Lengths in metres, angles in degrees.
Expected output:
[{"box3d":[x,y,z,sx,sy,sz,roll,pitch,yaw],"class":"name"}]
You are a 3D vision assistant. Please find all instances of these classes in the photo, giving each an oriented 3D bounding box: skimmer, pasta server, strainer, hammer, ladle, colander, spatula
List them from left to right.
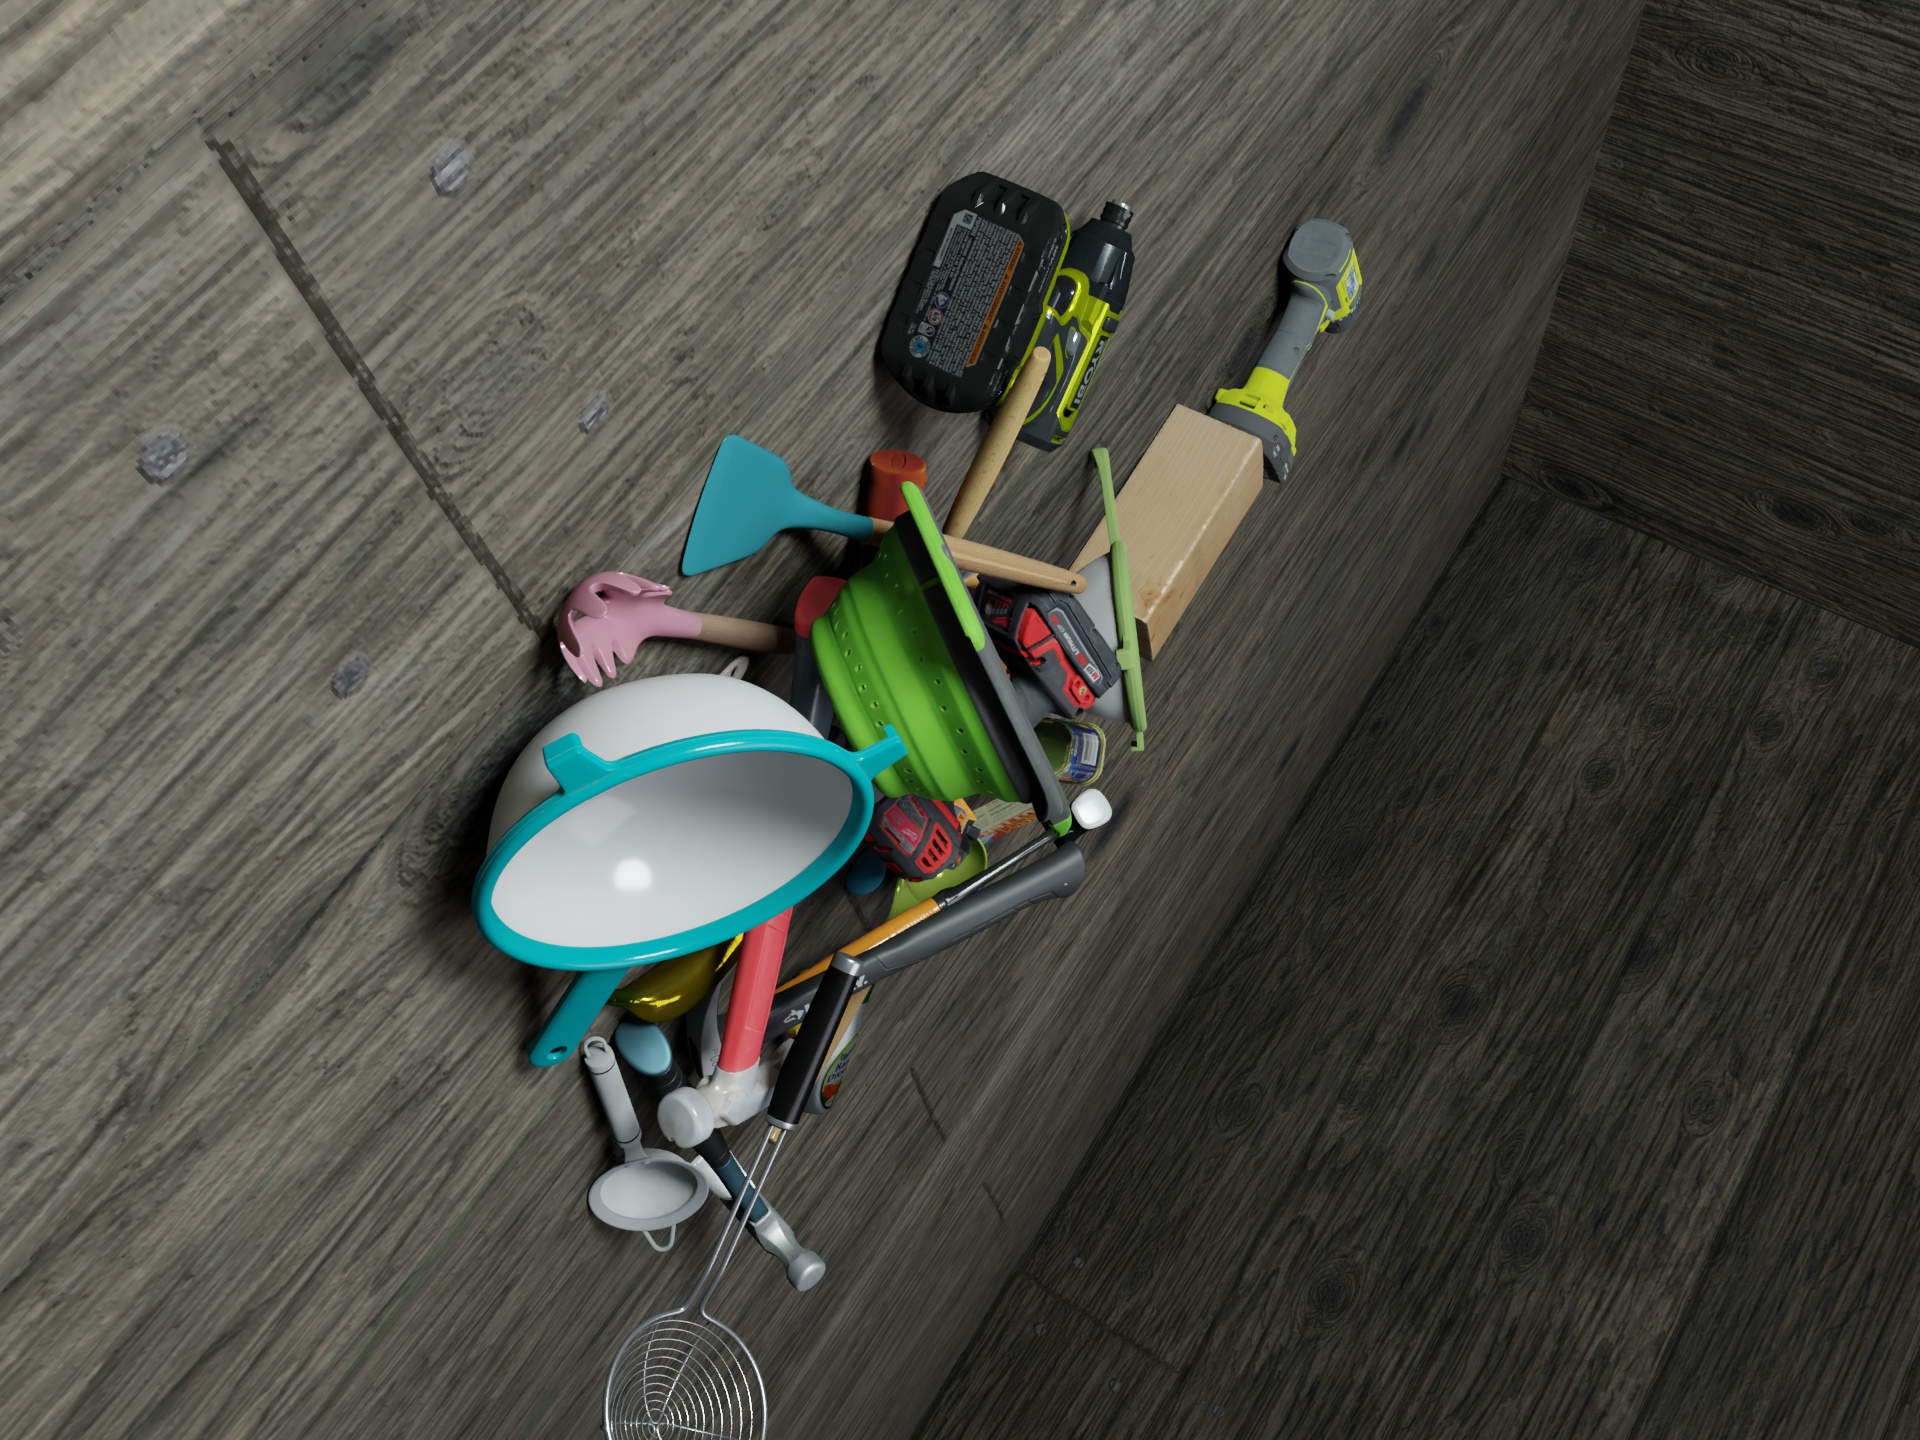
[{"box3d":[-0.188,0.077,0.880,0.211,0.095,0.340,-2,145,-36],"class":"strainer"},{"box3d":[-0.232,0.293,1.120,0.087,0.050,0.258,-10,137,-7],"class":"strainer"},{"box3d":[-0.185,0.315,1.179,0.033,0.128,0.330,-39,143,-20],"class":"hammer"},{"box3d":[-0.136,-0.048,0.912,0.060,0.040,0.316,-57,162,10],"class":"pasta server"},{"box3d":[-0.130,0.334,1.054,0.127,0.090,0.363,26,86,-34],"class":"skimmer"},{"box3d":[-0.108,0.091,1.034,0.143,0.038,0.386,-19,128,-56],"class":"hammer"},{"box3d":[-0.070,0.211,1.308,0.078,0.062,0.320,53,49,-28],"class":"ladle"},{"box3d":[-0.051,0.173,1.199,0.335,0.035,0.146,-25,132,-18],"class":"hammer"},{"box3d":[-0.032,-0.106,0.975,0.317,0.044,0.082,9,108,-40],"class":"spatula"},{"box3d":[-0.032,0.158,1.281,0.337,0.034,0.127,-30,173,-20],"class":"hammer"},{"box3d":[-0.005,0.009,0.973,0.094,0.205,0.396,-24,154,3],"class":"colander"},{"box3d":[0.002,-0.135,1.027,0.069,0.031,0.315,-48,174,-32],"class":"ladle"},{"box3d":[0.101,-0.109,1.268,0.151,0.069,0.257,70,13,-61],"class":"strainer"}]

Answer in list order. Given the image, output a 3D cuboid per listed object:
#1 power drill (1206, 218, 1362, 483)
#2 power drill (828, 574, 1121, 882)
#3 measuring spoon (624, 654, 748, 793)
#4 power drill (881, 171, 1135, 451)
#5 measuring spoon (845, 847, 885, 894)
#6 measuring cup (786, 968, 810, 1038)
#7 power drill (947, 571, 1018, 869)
[{"box3d":[0.330,-0.359,1.578,0.228,0.080,0.190,-65,160,1],"class":"power drill"},{"box3d":[-0.002,-0.004,1.119,0.220,0.079,0.143,-47,129,-10],"class":"power drill"},{"box3d":[-0.165,-0.003,0.943,0.124,0.018,0.034,-53,156,-42],"class":"measuring spoon"},{"box3d":[0.045,-0.265,1.017,0.171,0.080,0.223,-66,163,15],"class":"power drill"},{"box3d":[-0.051,0.091,1.317,0.128,0.021,0.042,-57,159,-10],"class":"measuring spoon"},{"box3d":[-0.145,0.261,1.323,0.062,0.029,0.156,-48,169,-48],"class":"measuring cup"},{"box3d":[0.006,0.001,1.265,0.226,0.084,0.185,-66,162,-1],"class":"power drill"}]
